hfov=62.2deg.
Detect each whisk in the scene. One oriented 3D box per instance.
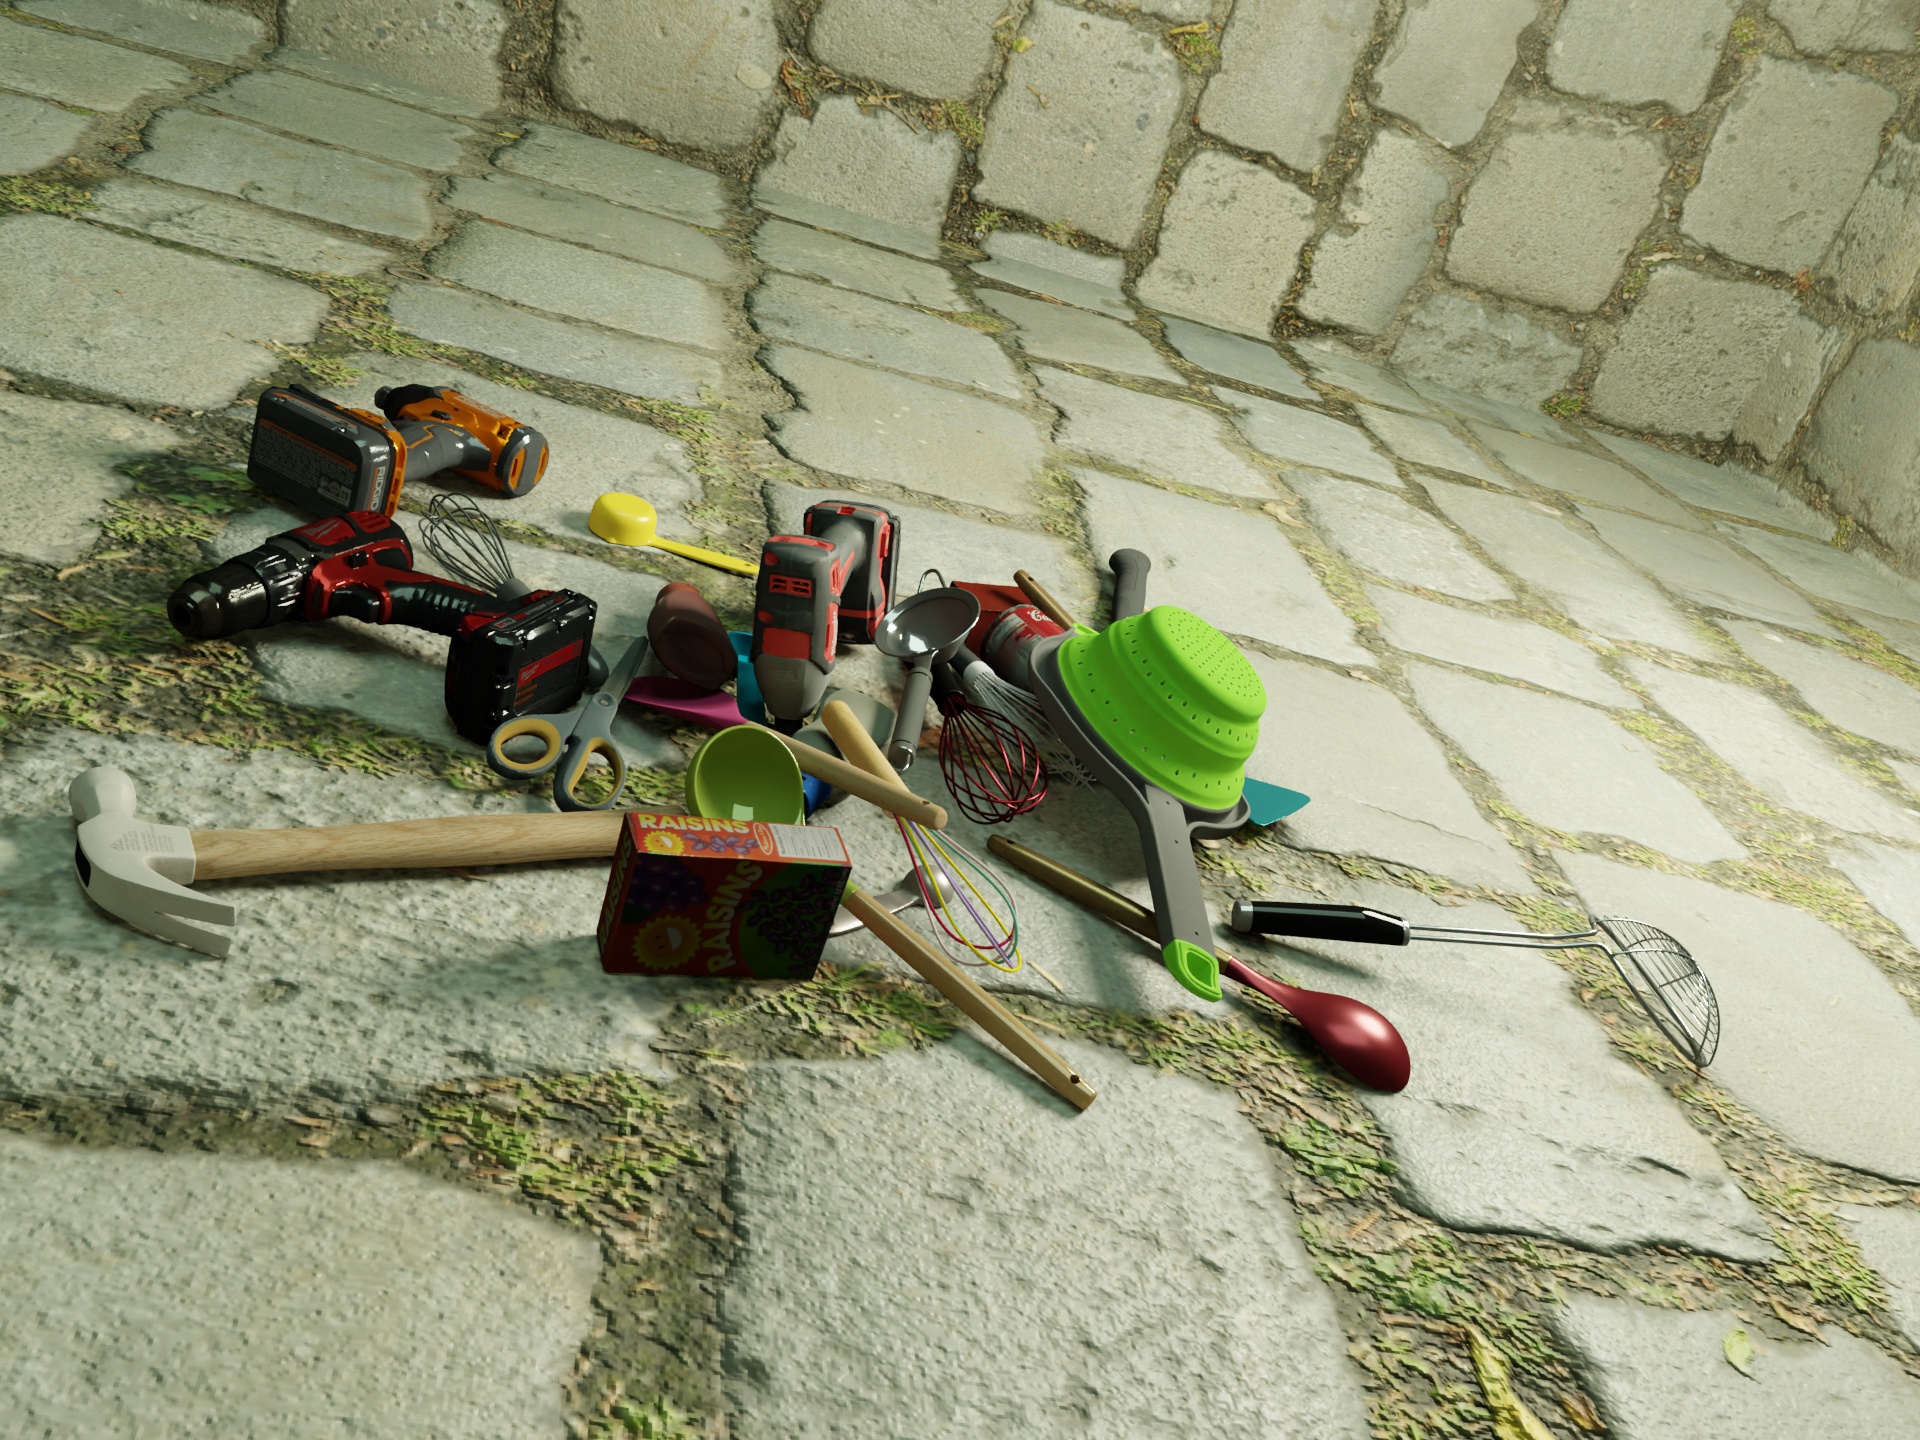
[{"bbox_3d":[-0.002,-0.004,1.204,0.073,0.073,0.296,9,23,-21],"label":"whisk"},{"bbox_3d":[0.029,-0.019,1.264,0.070,0.070,0.285,3,26,-30],"label":"whisk"},{"bbox_3d":[-0.329,-0.097,1.174,0.239,0.055,0.055,41,33,28],"label":"whisk"},{"bbox_3d":[-0.030,0.069,1.015,0.047,0.051,0.245,-12,47,-30],"label":"whisk"}]

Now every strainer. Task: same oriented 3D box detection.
[{"bbox_3d":[-0.030,-0.032,1.171,0.087,0.050,0.259,-12,30,15],"label":"strainer"}]

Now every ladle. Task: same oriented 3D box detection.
[{"bbox_3d":[-0.043,0.114,0.938,0.320,0.062,0.078,38,50,22],"label":"ladle"},{"bbox_3d":[0.154,0.150,1.051,0.315,0.031,0.069,27,27,18],"label":"ladle"}]

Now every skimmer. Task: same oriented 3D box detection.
[{"bbox_3d":[0.367,0.179,1.135,0.363,0.090,0.127,6,30,-5],"label":"skimmer"}]

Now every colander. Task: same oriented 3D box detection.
[{"bbox_3d":[0.159,0.029,1.106,0.204,0.094,0.397,30,29,-21],"label":"colander"}]

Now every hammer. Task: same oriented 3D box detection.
[{"bbox_3d":[0.164,-0.098,1.514,0.146,0.035,0.335,23,25,-2],"label":"hammer"},{"bbox_3d":[-0.304,0.070,0.887,0.331,0.031,0.130,0,32,-35],"label":"hammer"}]

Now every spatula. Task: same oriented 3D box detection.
[{"bbox_3d":[0.152,-0.023,1.316,0.082,0.044,0.318,-19,60,-46],"label":"spatula"}]

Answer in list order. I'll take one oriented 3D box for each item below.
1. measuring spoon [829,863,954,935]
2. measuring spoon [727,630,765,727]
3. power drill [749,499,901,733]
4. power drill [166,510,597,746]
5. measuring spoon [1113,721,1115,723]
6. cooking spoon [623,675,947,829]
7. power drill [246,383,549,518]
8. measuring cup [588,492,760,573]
[{"bbox_3d":[-0.049,0.111,0.995,0.034,0.018,0.124,36,32,30],"label":"measuring spoon"},{"bbox_3d":[-0.160,-0.021,1.183,0.042,0.021,0.129,8,37,-18],"label":"measuring spoon"},{"bbox_3d":[-0.106,-0.085,1.208,0.078,0.143,0.220,8,19,6],"label":"power drill"},{"bbox_3d":[-0.379,-0.065,1.051,0.227,0.080,0.188,23,26,14],"label":"power drill"},{"bbox_3d":[0.123,-0.020,1.368,0.021,0.011,0.117,12,27,-15],"label":"measuring spoon"},{"bbox_3d":[-0.125,0.015,1.051,0.319,0.017,0.068,21,23,40],"label":"cooking spoon"},{"bbox_3d":[-0.467,-0.229,1.301,0.164,0.084,0.226,26,23,14],"label":"power drill"},{"bbox_3d":[-0.243,-0.161,1.371,0.156,0.029,0.062,17,26,-1],"label":"measuring cup"}]
